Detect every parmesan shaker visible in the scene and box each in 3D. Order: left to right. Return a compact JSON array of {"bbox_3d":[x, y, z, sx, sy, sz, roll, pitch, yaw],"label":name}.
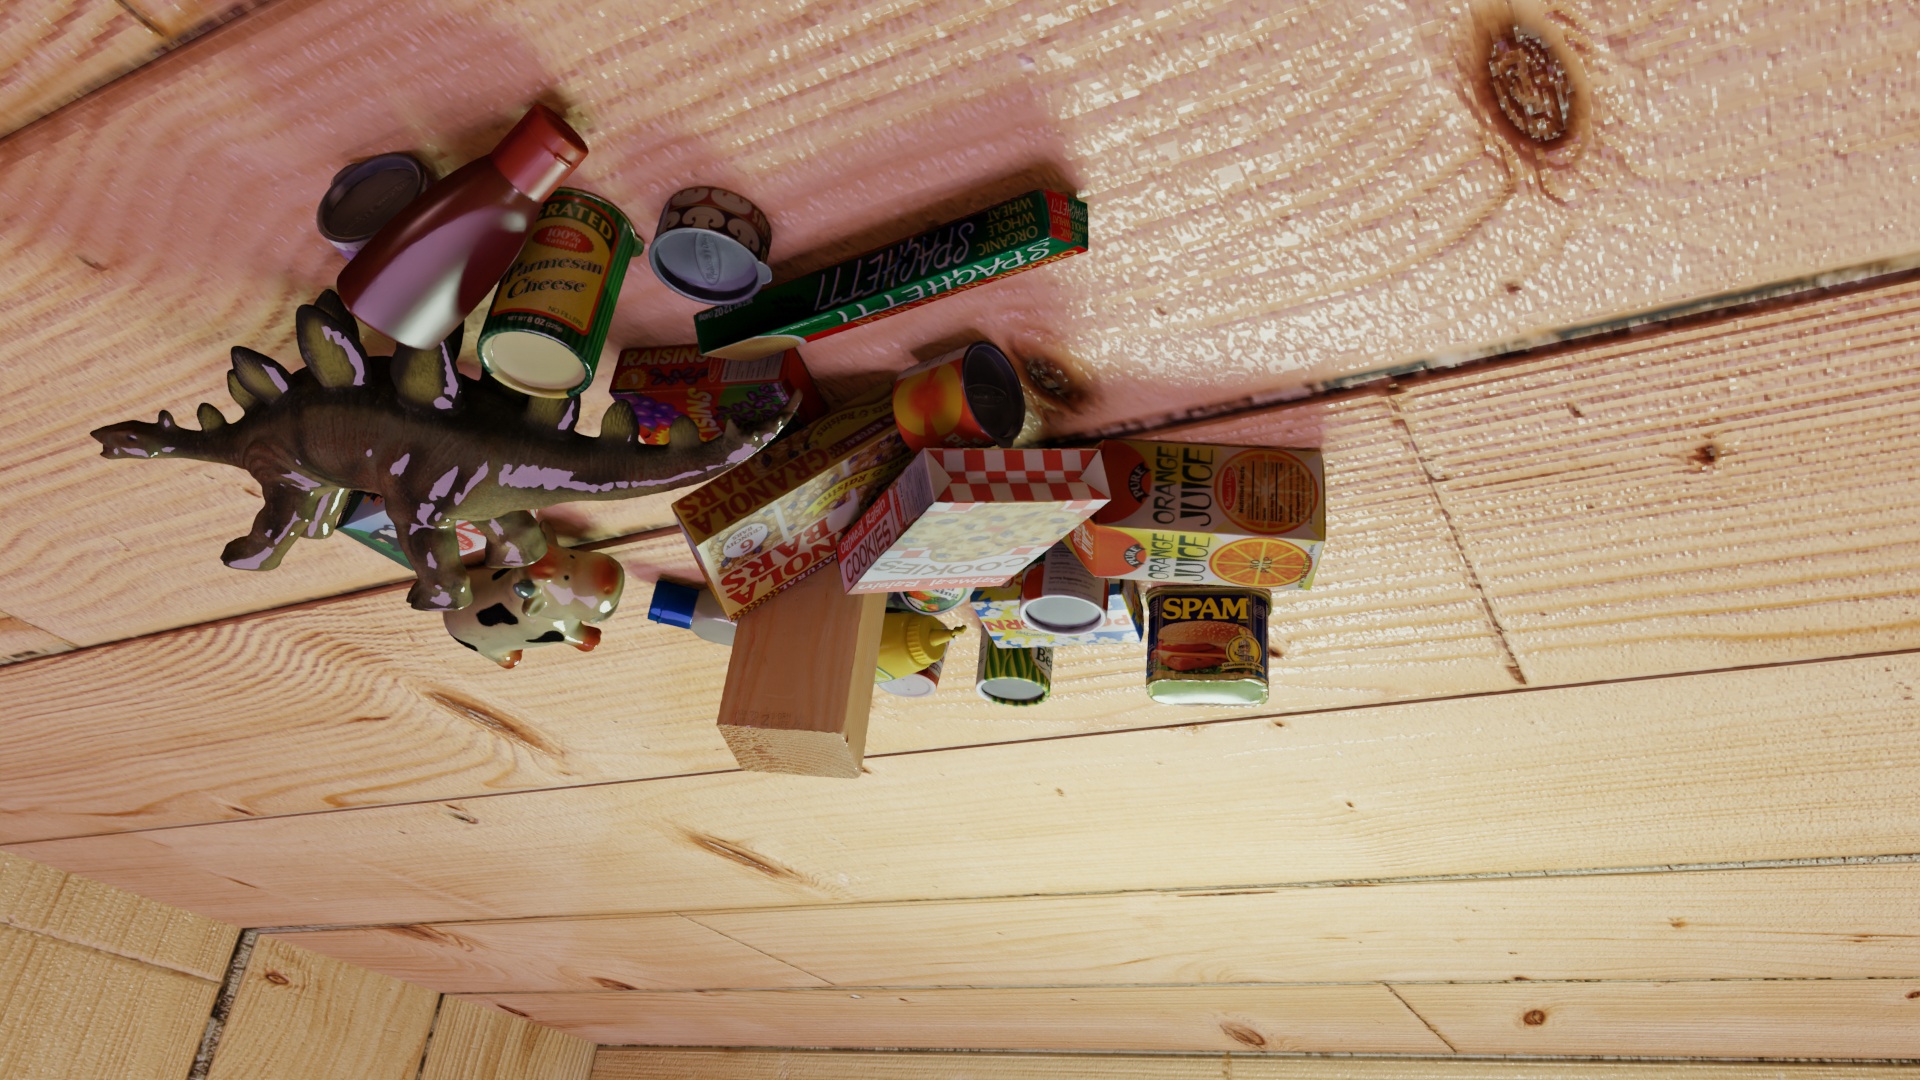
[{"bbox_3d":[-0.228,-0.141,0.799,0.071,0.103,0.071,5,150,3],"label":"parmesan shaker"}]

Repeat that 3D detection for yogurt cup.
[{"bbox_3d":[-0.045,0.105,1.233,0.072,0.054,0.072,6,150,4],"label":"yogurt cup"}]

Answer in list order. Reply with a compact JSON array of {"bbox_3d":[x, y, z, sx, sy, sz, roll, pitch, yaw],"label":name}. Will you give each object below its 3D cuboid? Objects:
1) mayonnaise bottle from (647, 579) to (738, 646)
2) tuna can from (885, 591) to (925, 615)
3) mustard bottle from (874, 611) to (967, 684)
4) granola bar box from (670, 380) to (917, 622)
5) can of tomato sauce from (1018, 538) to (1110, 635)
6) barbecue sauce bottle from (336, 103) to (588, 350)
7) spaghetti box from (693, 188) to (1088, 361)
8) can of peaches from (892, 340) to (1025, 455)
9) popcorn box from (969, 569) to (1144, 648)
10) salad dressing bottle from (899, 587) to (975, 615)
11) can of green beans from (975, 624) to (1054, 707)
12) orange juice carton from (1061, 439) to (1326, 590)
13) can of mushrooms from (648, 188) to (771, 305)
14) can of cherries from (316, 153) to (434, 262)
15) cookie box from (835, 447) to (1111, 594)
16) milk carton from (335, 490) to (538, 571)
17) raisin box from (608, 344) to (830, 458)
[{"bbox_3d":[-0.197,0.069,1.218,0.148,0.041,0.064,15,148,-11],"label":"mayonnaise bottle"},{"bbox_3d":[-0.060,0.055,1.172,0.071,0.033,0.070,5,150,3],"label":"tuna can"},{"bbox_3d":[-0.064,0.088,1.144,0.160,0.049,0.065,-14,146,32],"label":"mustard bottle"},{"bbox_3d":[-0.104,-0.025,0.938,0.166,0.039,0.123,-32,156,-13],"label":"granola bar box"},{"bbox_3d":[0.079,0.021,1.033,0.071,0.083,0.071,5,149,3],"label":"can of tomato sauce"},{"bbox_3d":[-0.264,-0.170,0.749,0.148,0.044,0.065,-42,149,11],"label":"barbecue sauce bottle"},{"bbox_3d":[-0.045,-0.149,0.802,0.249,0.028,0.050,-12,175,30],"label":"spaghetti box"},{"bbox_3d":[-0.001,-0.085,0.881,0.058,0.071,0.071,-15,143,35],"label":"can of peaches"},{"bbox_3d":[0.080,0.051,1.130,0.126,0.038,0.085,-3,149,18],"label":"popcorn box"},{"bbox_3d":[-0.008,0.006,1.064,0.064,0.044,0.147,24,146,-3],"label":"salad dressing bottle"},{"bbox_3d":[0.048,0.107,1.213,0.071,0.058,0.071,5,150,3],"label":"can of green beans"},{"bbox_3d":[0.149,-0.018,0.961,0.193,0.073,0.071,4,150,7],"label":"orange juice carton"},{"bbox_3d":[-0.141,-0.169,0.802,0.071,0.033,0.070,5,149,3],"label":"can of mushrooms"},{"bbox_3d":[-0.322,-0.179,0.796,0.071,0.072,0.058,-2,149,16],"label":"can of cherries"},{"bbox_3d":[0.003,-0.011,0.916,0.123,0.040,0.166,-2,160,-26],"label":"cookie box"},{"bbox_3d":[-0.370,-0.041,1.033,0.190,0.072,0.073,-15,143,33],"label":"milk carton"},{"bbox_3d":[-0.160,-0.092,0.934,0.123,0.040,0.085,-1,150,15],"label":"raisin box"}]
